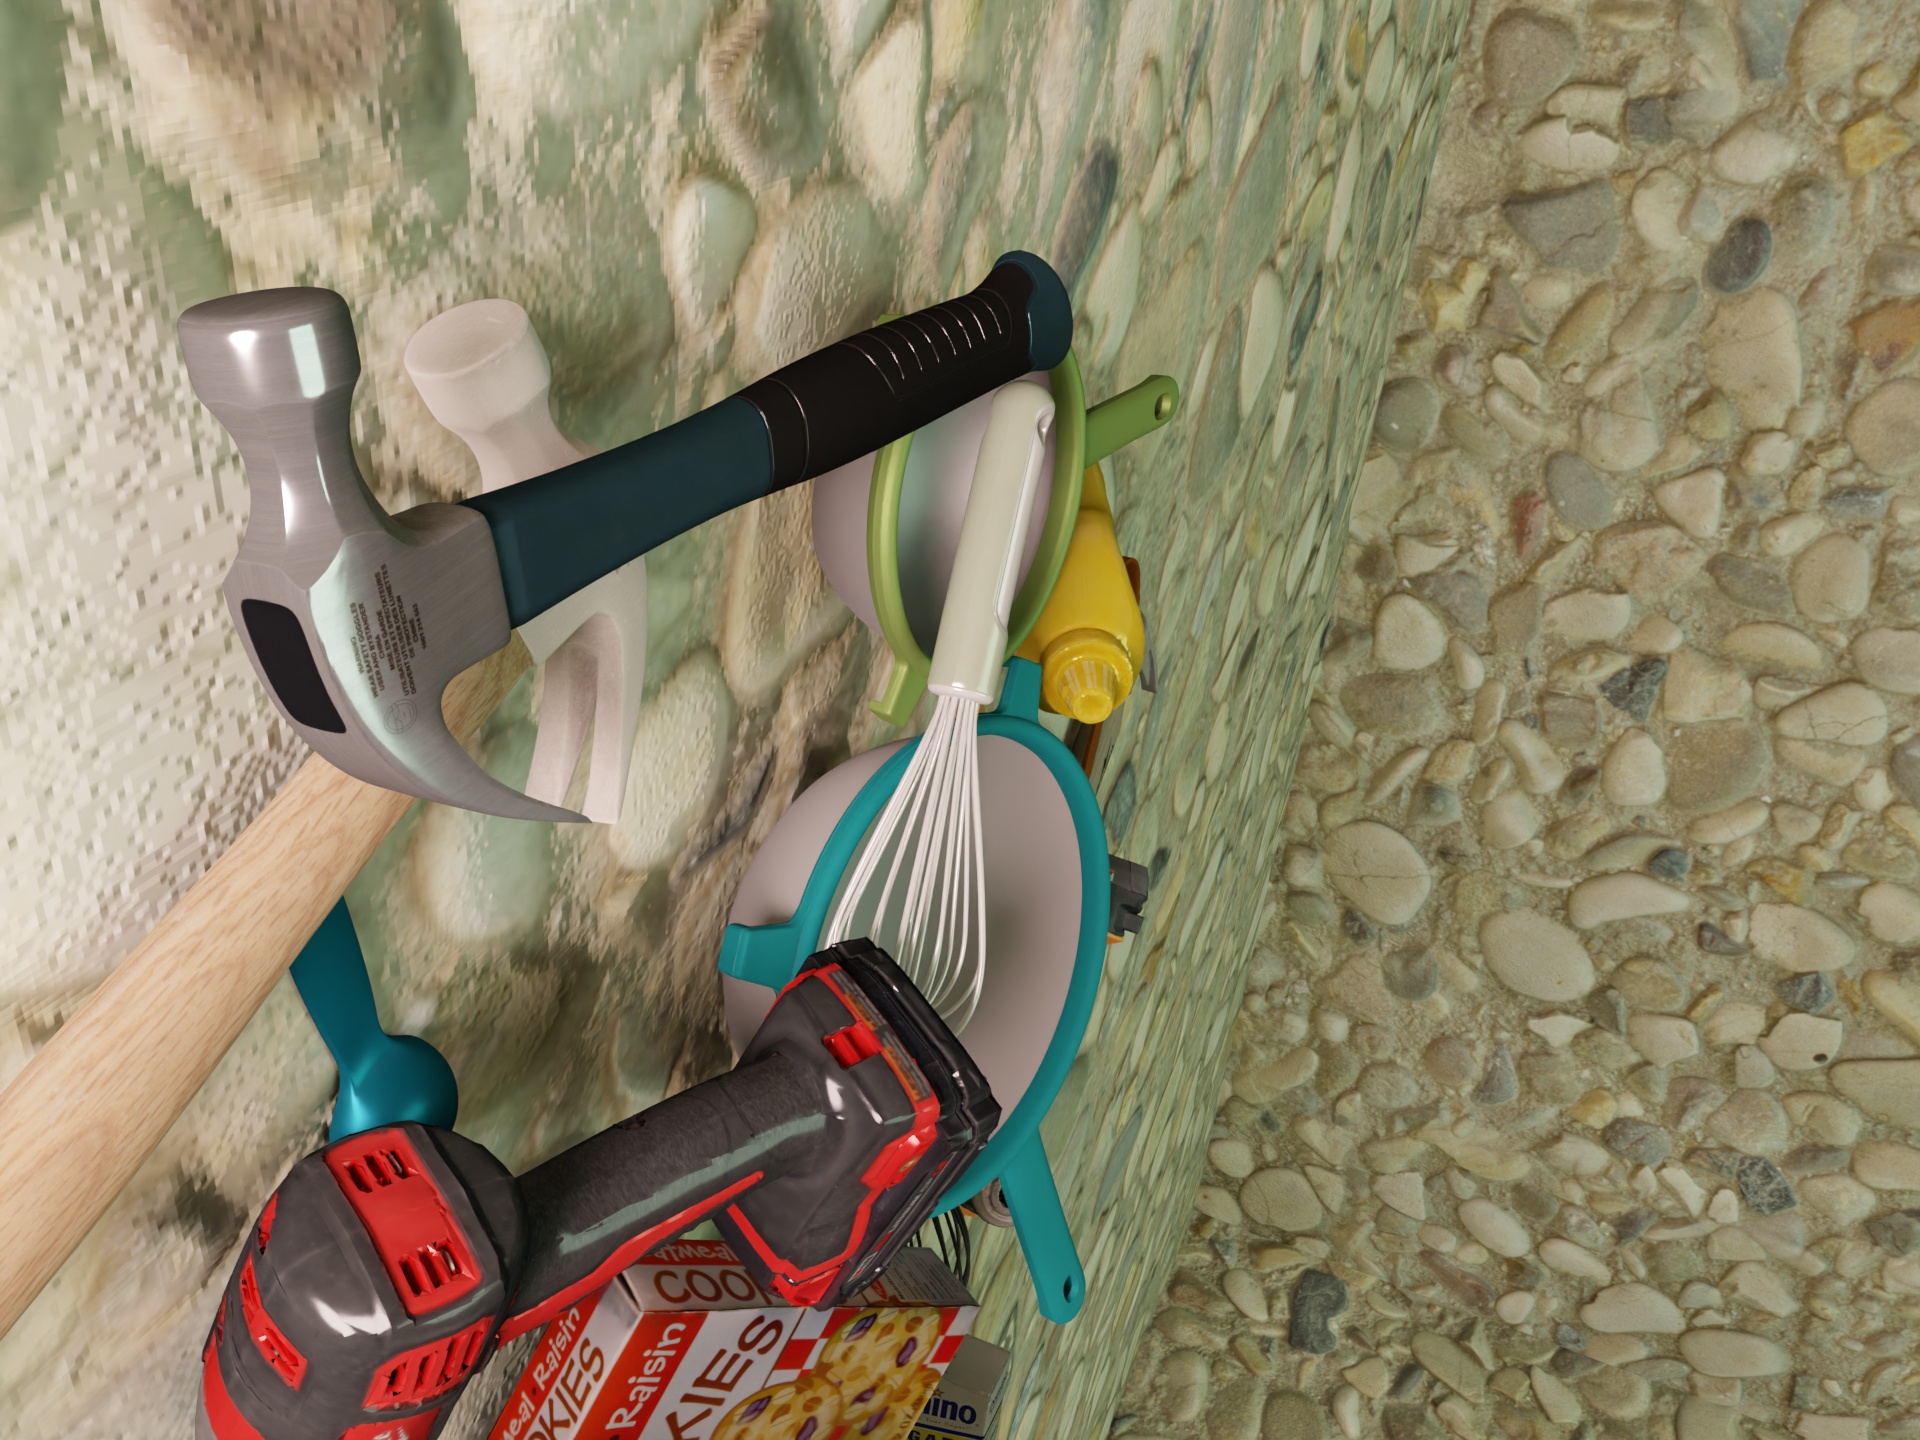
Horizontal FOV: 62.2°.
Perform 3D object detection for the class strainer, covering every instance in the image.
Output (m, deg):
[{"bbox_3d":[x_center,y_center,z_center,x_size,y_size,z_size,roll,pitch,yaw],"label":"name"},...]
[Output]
[{"bbox_3d":[-0.015,0.146,0.707,0.211,0.095,0.340,-45,133,-37],"label":"strainer"},{"bbox_3d":[0.013,-0.112,0.657,0.256,0.069,0.151,-36,134,-52],"label":"strainer"}]

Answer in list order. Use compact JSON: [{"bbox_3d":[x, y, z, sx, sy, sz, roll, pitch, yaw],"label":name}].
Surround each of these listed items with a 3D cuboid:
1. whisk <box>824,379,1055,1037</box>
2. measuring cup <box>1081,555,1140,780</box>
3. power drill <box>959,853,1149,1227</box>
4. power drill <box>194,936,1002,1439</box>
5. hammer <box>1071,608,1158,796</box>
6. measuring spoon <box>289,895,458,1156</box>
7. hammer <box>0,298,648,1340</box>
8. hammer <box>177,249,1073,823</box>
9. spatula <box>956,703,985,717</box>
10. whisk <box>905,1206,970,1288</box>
[{"bbox_3d":[-0.001,-0.002,0.564,0.057,0.059,0.246,26,76,-73],"label":"whisk"},{"bbox_3d":[0.064,-0.023,0.961,0.095,0.052,0.173,-47,151,-56],"label":"measuring cup"},{"bbox_3d":[0.039,0.182,0.941,0.185,0.084,0.226,160,-50,-81],"label":"power drill"},{"bbox_3d":[-0.103,0.150,0.455,0.219,0.079,0.143,-12,143,-47],"label":"power drill"},{"bbox_3d":[0.058,0.127,1.104,0.146,0.038,0.411,56,53,-70],"label":"hammer"},{"bbox_3d":[-0.154,0.078,0.417,0.042,0.021,0.128,-56,155,-44],"label":"measuring spoon"},{"bbox_3d":[-0.165,0.061,0.338,0.331,0.031,0.129,-60,150,-32],"label":"hammer"},{"bbox_3d":[-0.051,-0.079,0.430,0.331,0.033,0.128,-40,134,-51],"label":"hammer"},{"bbox_3d":[0.014,0.025,0.795,0.081,0.041,0.322,-31,132,-25],"label":"spatula"},{"bbox_3d":[-0.030,0.194,0.789,0.055,0.055,0.239,-33,117,-65],"label":"whisk"}]
